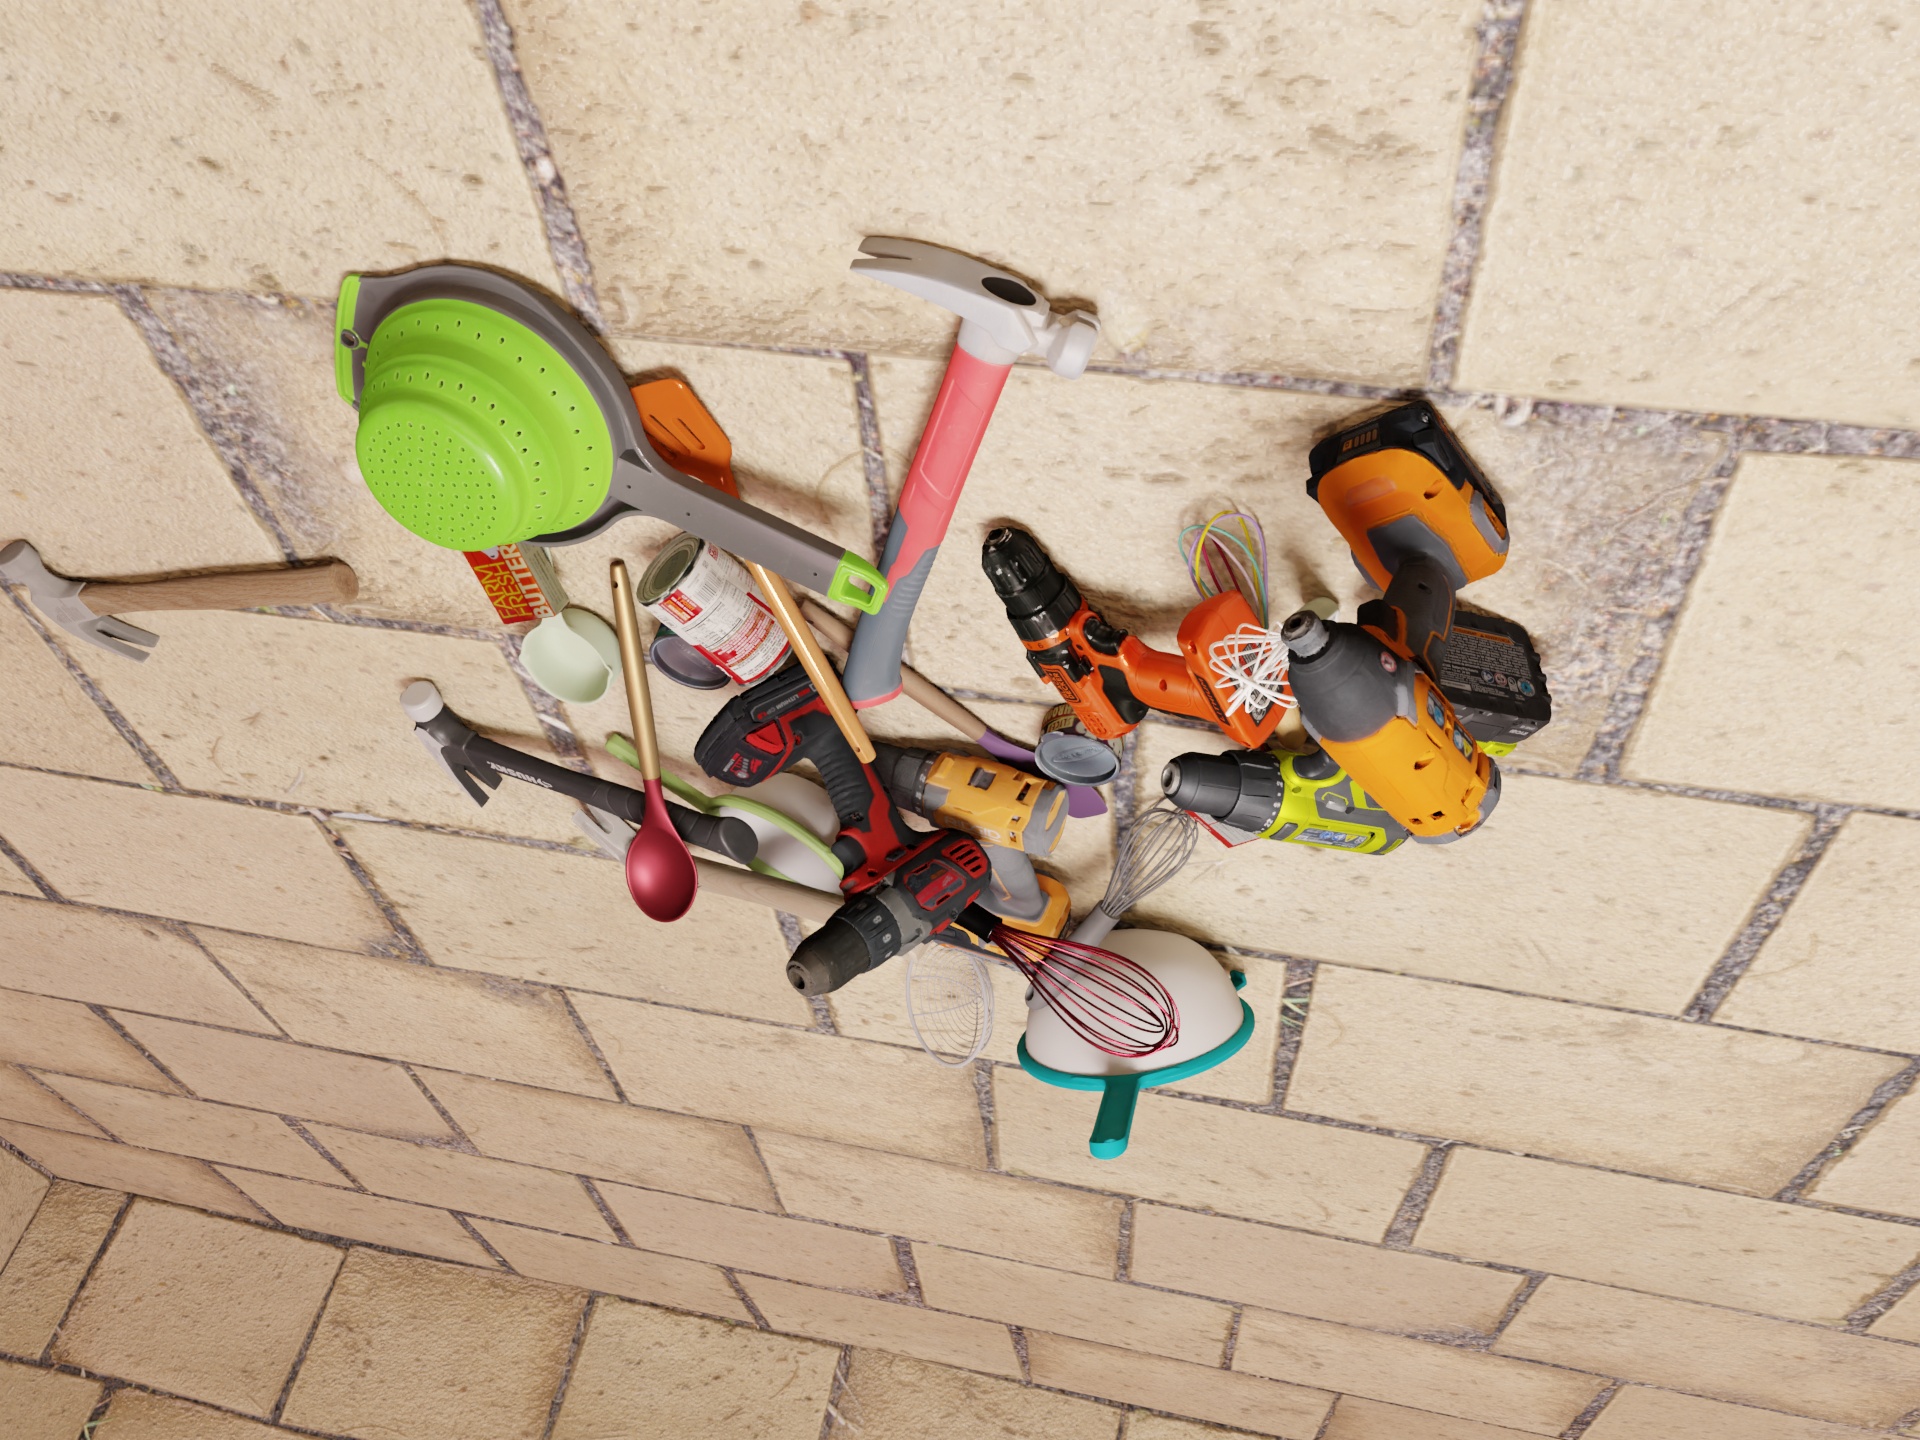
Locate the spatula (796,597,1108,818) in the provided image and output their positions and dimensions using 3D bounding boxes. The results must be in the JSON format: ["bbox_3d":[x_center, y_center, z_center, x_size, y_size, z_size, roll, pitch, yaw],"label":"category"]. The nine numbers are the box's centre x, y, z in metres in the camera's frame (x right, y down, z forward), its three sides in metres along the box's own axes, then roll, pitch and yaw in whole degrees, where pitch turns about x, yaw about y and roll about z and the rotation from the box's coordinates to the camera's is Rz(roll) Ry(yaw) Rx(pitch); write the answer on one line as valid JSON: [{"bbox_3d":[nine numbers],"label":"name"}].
[{"bbox_3d":[-0.002,-0.004,1.228,0.315,0.018,0.060,35,149,-27],"label":"spatula"}]

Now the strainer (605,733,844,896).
[{"bbox_3d":[-0.184,0.065,1.369,0.256,0.069,0.151,31,154,8],"label":"strainer"}]

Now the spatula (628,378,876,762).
[{"bbox_3d":[-0.139,-0.094,1.099,0.081,0.041,0.322,-11,121,32],"label":"spatula"}]

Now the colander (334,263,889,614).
[{"bbox_3d":[-0.239,-0.142,1.014,0.397,0.095,0.204,25,136,-1],"label":"colander"}]

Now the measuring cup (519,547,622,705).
[{"bbox_3d":[-0.305,-0.089,1.222,0.083,0.038,0.167,8,128,17],"label":"measuring cup"}]

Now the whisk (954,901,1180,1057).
[{"bbox_3d":[0.043,0.178,1.265,0.296,0.073,0.073,30,148,16],"label":"whisk"}]

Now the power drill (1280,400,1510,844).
[{"bbox_3d":[0.235,-0.066,0.871,0.084,0.227,0.164,-19,132,39],"label":"power drill"}]

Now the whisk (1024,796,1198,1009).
[{"bbox_3d":[0.119,0.154,1.301,0.055,0.055,0.239,27,117,-16],"label":"whisk"}]

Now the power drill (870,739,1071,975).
[{"bbox_3d":[0.002,0.106,1.322,0.185,0.084,0.226,16,144,20],"label":"power drill"}]

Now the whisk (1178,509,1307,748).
[{"bbox_3d":[0.195,-0.052,1.068,0.051,0.047,0.244,-4,144,24],"label":"whisk"}]

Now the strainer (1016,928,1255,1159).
[{"bbox_3d":[0.134,0.250,1.332,0.211,0.340,0.095,-8,100,13],"label":"strainer"}]

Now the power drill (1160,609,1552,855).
[{"bbox_3d":[0.263,0.015,1.075,0.190,0.080,0.228,10,147,-20],"label":"power drill"}]

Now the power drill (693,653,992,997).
[{"bbox_3d":[-0.101,0.081,1.179,0.227,0.188,0.080,52,140,7],"label":"power drill"}]

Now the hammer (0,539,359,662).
[{"bbox_3d":[-0.637,-0.104,1.321,0.331,0.031,0.129,-1,141,22],"label":"hammer"}]

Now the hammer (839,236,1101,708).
[{"bbox_3d":[-0.040,-0.135,1.028,0.143,0.038,0.386,21,142,-4],"label":"hammer"}]

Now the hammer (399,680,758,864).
[{"bbox_3d":[-0.322,0.061,1.368,0.335,0.035,0.146,17,148,20],"label":"hammer"}]

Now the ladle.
[{"bbox_3d":[-0.248,0.021,1.251,0.069,0.031,0.315,9,120,20],"label":"ladle"}]

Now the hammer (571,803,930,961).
[{"bbox_3d":[-0.179,0.139,1.364,0.411,0.038,0.146,7,147,46],"label":"hammer"}]

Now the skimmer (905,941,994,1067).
[{"bbox_3d":[-0.053,0.183,1.443,0.127,0.090,0.362,39,162,44],"label":"skimmer"}]

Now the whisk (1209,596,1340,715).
[{"bbox_3d":[0.195,-0.045,0.942,0.059,0.246,0.057,30,112,14],"label":"whisk"}]
